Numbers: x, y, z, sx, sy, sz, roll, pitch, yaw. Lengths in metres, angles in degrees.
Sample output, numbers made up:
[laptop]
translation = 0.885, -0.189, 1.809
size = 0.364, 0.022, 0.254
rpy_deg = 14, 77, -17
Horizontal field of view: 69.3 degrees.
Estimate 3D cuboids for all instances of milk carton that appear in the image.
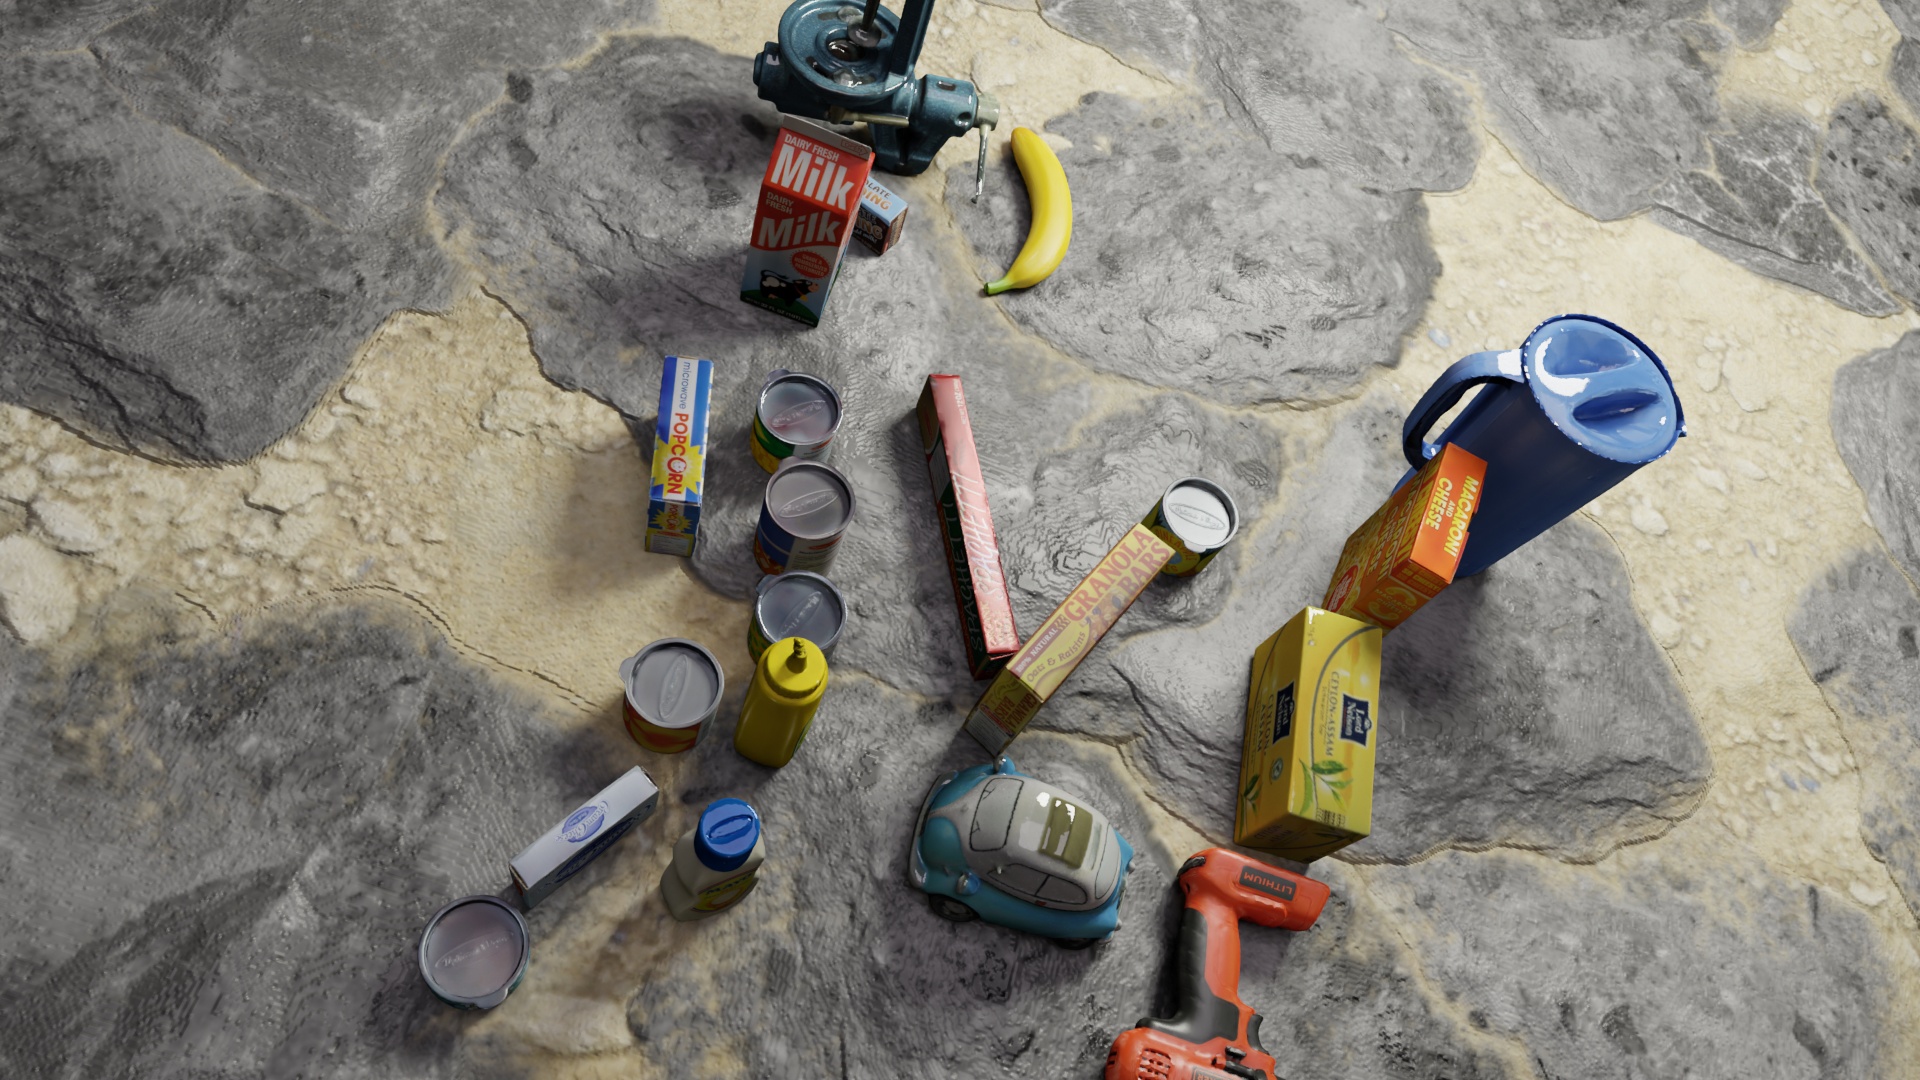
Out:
[milk carton]
translation = -0.121, -0.261, 1.109
size = 0.072, 0.189, 0.074
rpy_deg = 20, 60, -5

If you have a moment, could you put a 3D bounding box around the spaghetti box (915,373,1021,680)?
[spaghetti box]
translation = 0.004, -0.014, 1.094
size = 0.029, 0.050, 0.251
rpy_deg = -4, 64, -18

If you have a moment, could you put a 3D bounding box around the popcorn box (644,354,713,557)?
[popcorn box]
translation = -0.210, -0.063, 1.039
size = 0.038, 0.084, 0.127
rpy_deg = 6, 62, -13

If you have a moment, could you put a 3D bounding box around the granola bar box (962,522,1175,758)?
[granola bar box]
translation = 0.078, 0.074, 1.026
size = 0.039, 0.123, 0.166
rpy_deg = 41, 60, 7

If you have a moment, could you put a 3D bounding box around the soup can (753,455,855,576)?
[soup can]
translation = -0.119, -0.014, 1.040
size = 0.071, 0.083, 0.071
rpy_deg = 7, 62, -12

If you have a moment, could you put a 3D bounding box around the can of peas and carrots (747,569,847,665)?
[can of peas and carrots]
translation = -0.122, 0.062, 1.013
size = 0.071, 0.058, 0.071
rpy_deg = 7, 62, -12

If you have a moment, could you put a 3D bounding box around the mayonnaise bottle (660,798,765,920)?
[mayonnaise bottle]
translation = -0.154, 0.201, 0.879
size = 0.065, 0.147, 0.041
rpy_deg = -19, 70, -24

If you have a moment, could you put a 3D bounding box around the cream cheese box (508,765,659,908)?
[cream cheese box]
translation = -0.246, 0.194, 0.911
size = 0.104, 0.053, 0.024
rpy_deg = -37, 78, -29

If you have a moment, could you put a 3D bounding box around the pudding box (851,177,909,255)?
[pudding box]
translation = -0.089, -0.295, 1.217
size = 0.084, 0.049, 0.030
rpy_deg = 37, 60, 5

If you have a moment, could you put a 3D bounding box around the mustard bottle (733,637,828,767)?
[mustard bottle]
translation = -0.118, 0.103, 0.934
size = 0.049, 0.159, 0.065
rpy_deg = 23, 59, -3

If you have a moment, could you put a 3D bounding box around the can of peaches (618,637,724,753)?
[can of peaches]
translation = -0.203, 0.108, 0.967
size = 0.071, 0.057, 0.071
rpy_deg = 7, 61, -12

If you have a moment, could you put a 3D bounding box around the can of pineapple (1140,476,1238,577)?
[can of pineapple]
translation = 0.185, -0.009, 1.139
size = 0.071, 0.057, 0.071
rpy_deg = 7, 61, -12

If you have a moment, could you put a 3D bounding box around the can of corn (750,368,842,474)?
[can of corn]
translation = -0.131, -0.091, 1.092
size = 0.071, 0.058, 0.071
rpy_deg = 7, 61, -12

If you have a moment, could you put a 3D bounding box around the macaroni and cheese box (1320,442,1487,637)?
[macaroni and cheese box]
translation = 0.348, 0.014, 1.109
size = 0.040, 0.165, 0.124
rpy_deg = 29, 59, 0

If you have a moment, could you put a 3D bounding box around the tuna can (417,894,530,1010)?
[tuna can]
translation = -0.303, 0.261, 0.871
size = 0.071, 0.032, 0.071
rpy_deg = 7, 61, -12
